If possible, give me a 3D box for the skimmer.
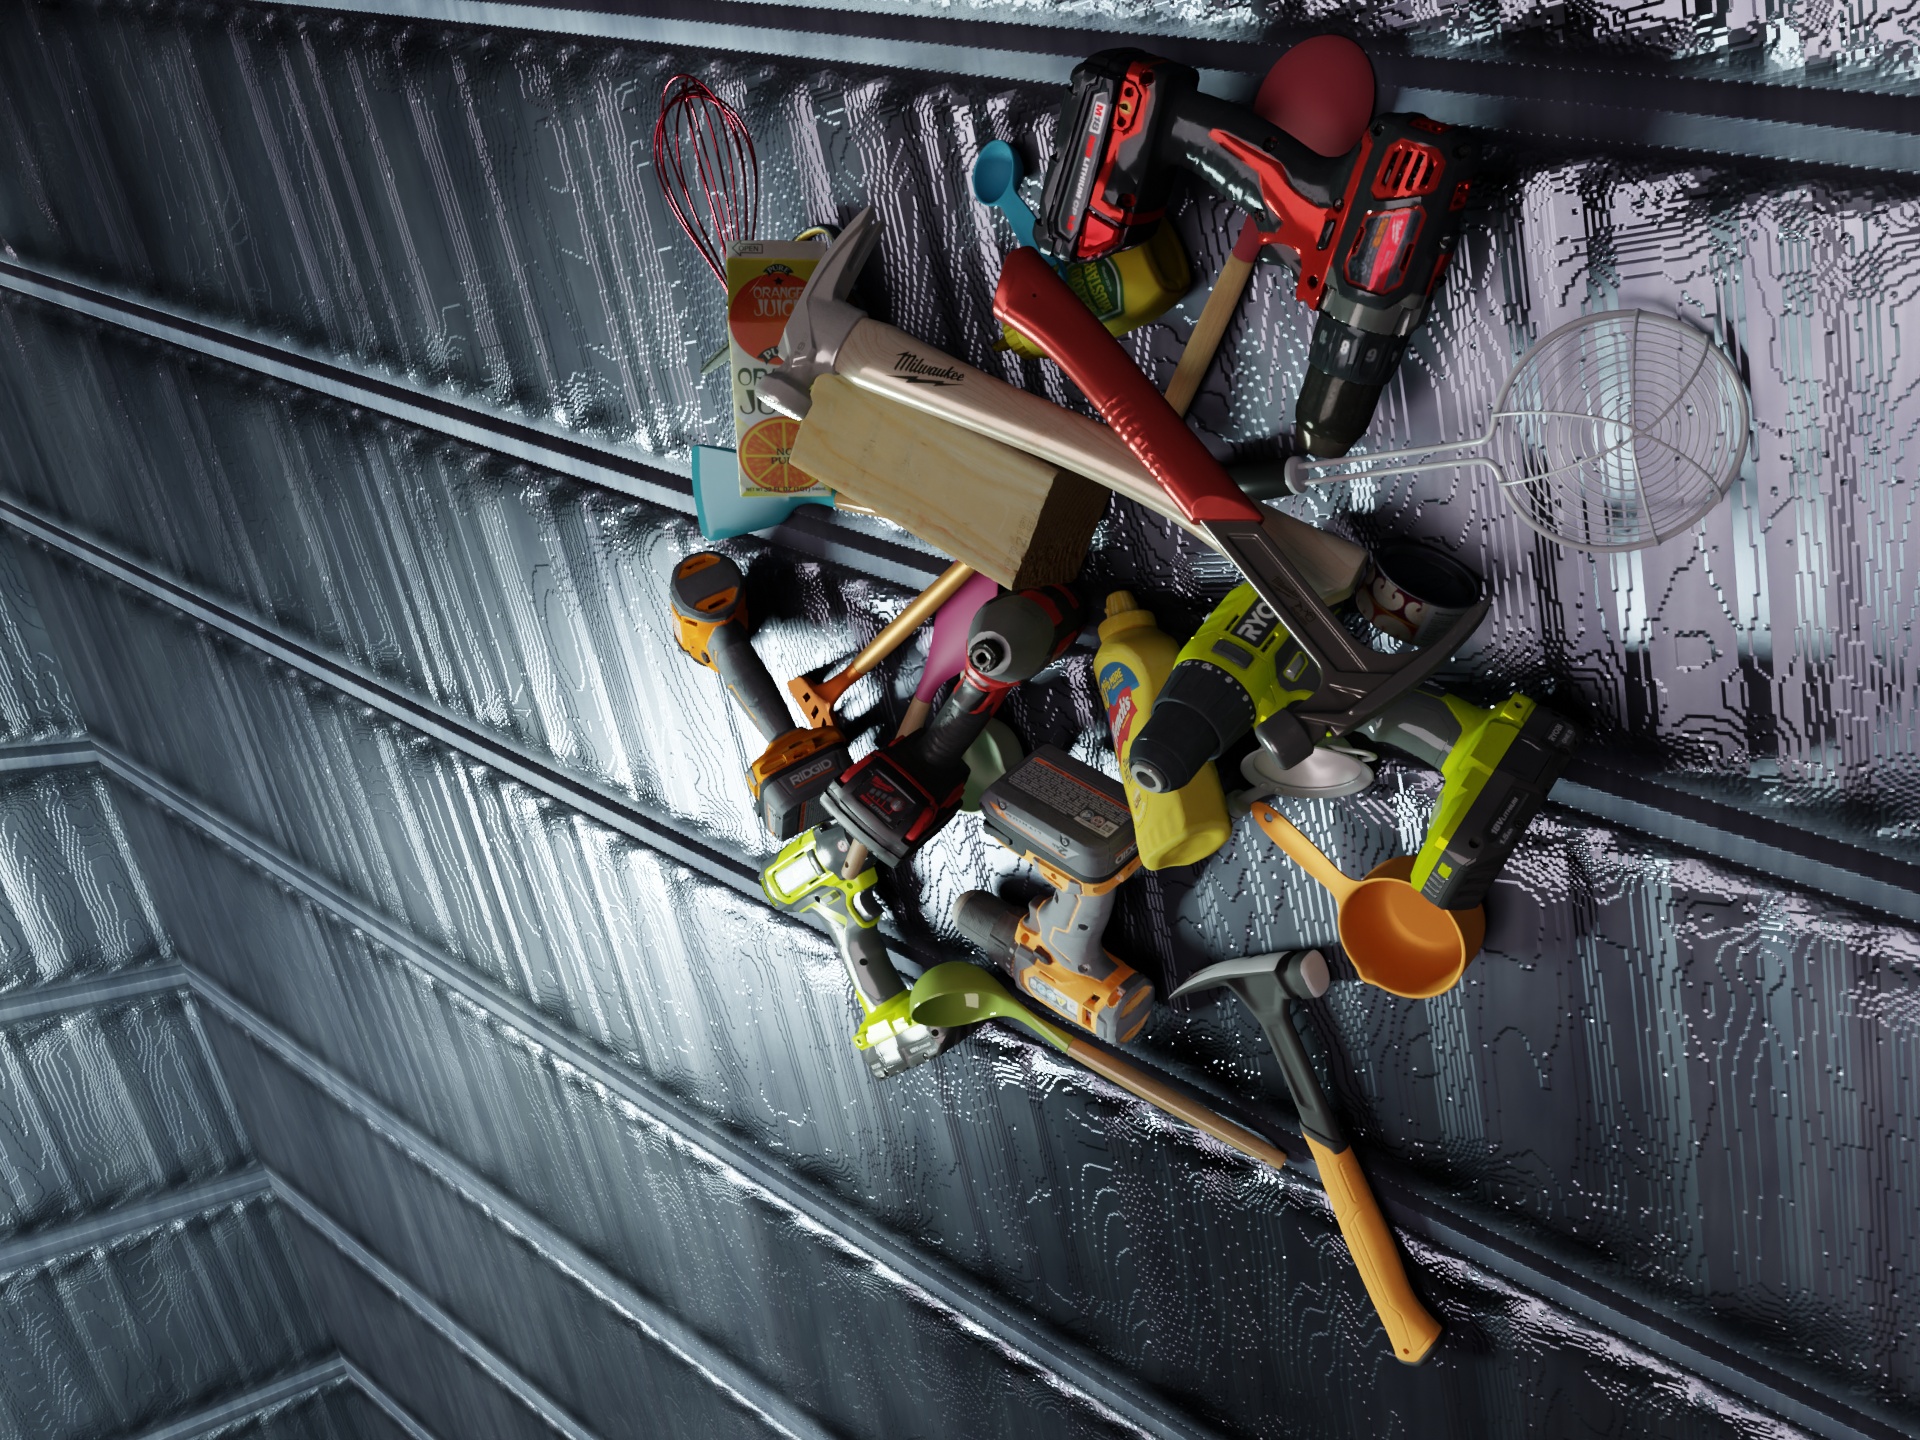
[{"bbox_3d":[0.266,-0.155,0.944,0.363,0.090,0.127,2,104,52],"label":"skimmer"}]

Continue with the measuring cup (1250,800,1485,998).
[{"bbox_3d":[0.271,0.105,1.060,0.174,0.052,0.095,43,134,18],"label":"measuring cup"}]

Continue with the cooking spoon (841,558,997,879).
[{"bbox_3d":[-0.038,0.003,1.261,0.069,0.017,0.318,50,128,39],"label":"cooking spoon"}]

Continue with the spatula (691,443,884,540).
[{"bbox_3d":[-0.081,-0.164,1.236,0.318,0.044,0.082,14,118,35],"label":"spatula"}]

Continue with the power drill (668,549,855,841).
[{"bbox_3d":[-0.173,-0.017,1.342,0.227,0.084,0.164,60,165,13],"label":"power drill"}]

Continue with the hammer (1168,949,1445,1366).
[{"bbox_3d":[0.273,0.330,1.187,0.127,0.034,0.337,-18,99,44],"label":"hammer"}]

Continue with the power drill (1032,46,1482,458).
[{"bbox_3d":[0.159,-0.267,0.899,0.227,0.080,0.187,26,123,19],"label":"power drill"}]

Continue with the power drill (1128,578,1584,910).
[{"bbox_3d":[0.231,0.012,0.953,0.229,0.190,0.080,32,151,18],"label":"power drill"}]

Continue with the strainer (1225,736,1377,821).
[{"bbox_3d":[0.197,0.053,1.106,0.086,0.050,0.258,21,147,-22],"label":"strainer"}]

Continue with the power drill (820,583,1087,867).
[{"bbox_3d":[-0.002,-0.004,1.143,0.078,0.143,0.219,41,117,7],"label":"power drill"}]

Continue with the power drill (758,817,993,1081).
[{"bbox_3d":[-0.072,0.189,1.392,0.171,0.080,0.223,-34,84,46],"label":"power drill"}]

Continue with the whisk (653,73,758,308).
[{"bbox_3d":[-0.168,-0.331,1.186,0.073,0.073,0.295,19,137,34],"label":"whisk"}]

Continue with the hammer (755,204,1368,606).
[{"bbox_3d":[0.068,-0.188,1.005,0.411,0.038,0.146,29,91,18],"label":"hammer"}]

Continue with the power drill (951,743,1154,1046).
[{"bbox_3d":[0.065,0.129,1.224,0.185,0.084,0.226,29,140,33],"label":"power drill"}]

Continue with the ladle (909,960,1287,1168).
[{"bbox_3d":[0.105,0.281,1.261,0.320,0.062,0.078,27,152,14],"label":"ladle"}]

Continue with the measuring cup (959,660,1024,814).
[{"bbox_3d":[0.018,-0.011,1.241,0.083,0.038,0.167,12,104,40],"label":"measuring cup"}]

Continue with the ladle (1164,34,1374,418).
[{"bbox_3d":[0.164,-0.264,0.981,0.069,0.031,0.315,40,134,19],"label":"ladle"}]

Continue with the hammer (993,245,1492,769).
[{"bbox_3d":[0.143,-0.151,0.941,0.149,0.036,0.359,-36,73,2],"label":"hammer"}]

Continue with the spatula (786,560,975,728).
[{"bbox_3d":[-0.061,-0.058,1.264,0.081,0.041,0.322,57,138,5],"label":"spatula"}]

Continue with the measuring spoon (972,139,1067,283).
[{"bbox_3d":[0.046,-0.325,1.032,0.042,0.021,0.129,-49,56,40],"label":"measuring spoon"}]
